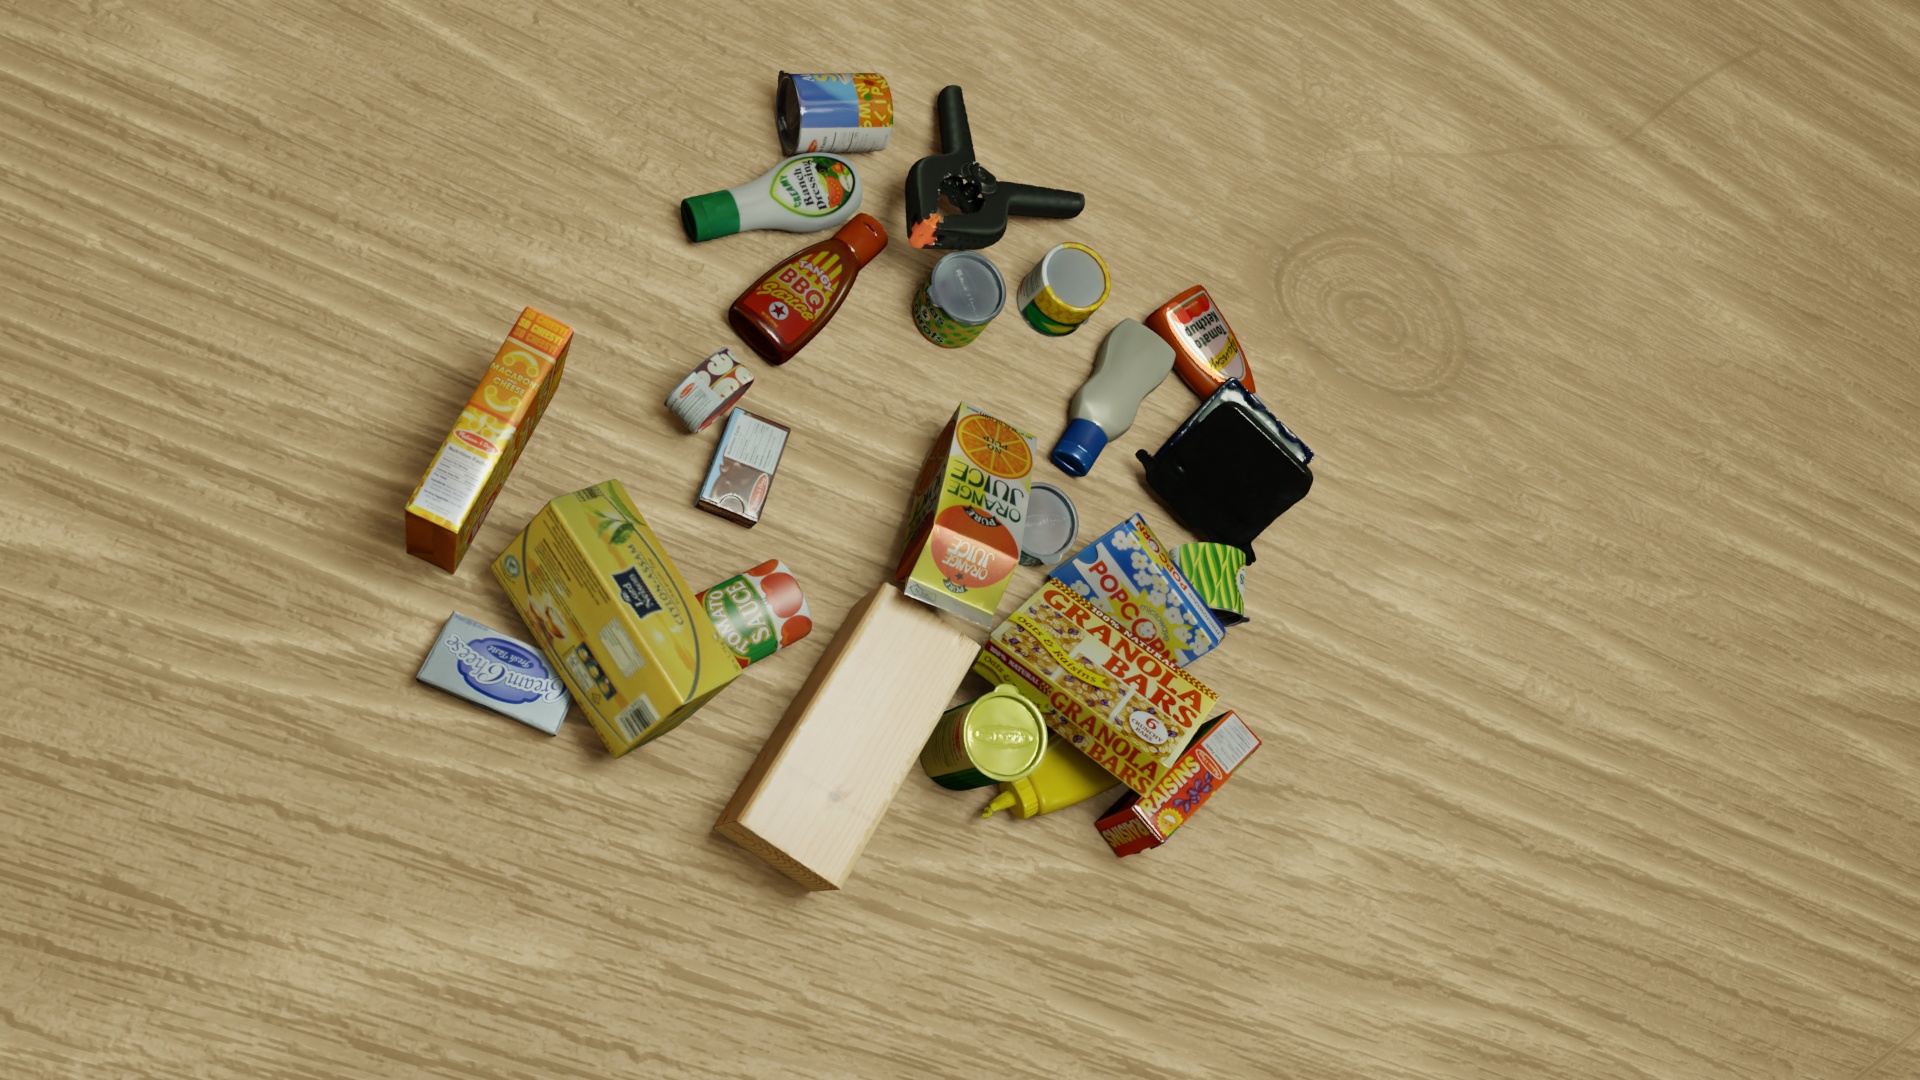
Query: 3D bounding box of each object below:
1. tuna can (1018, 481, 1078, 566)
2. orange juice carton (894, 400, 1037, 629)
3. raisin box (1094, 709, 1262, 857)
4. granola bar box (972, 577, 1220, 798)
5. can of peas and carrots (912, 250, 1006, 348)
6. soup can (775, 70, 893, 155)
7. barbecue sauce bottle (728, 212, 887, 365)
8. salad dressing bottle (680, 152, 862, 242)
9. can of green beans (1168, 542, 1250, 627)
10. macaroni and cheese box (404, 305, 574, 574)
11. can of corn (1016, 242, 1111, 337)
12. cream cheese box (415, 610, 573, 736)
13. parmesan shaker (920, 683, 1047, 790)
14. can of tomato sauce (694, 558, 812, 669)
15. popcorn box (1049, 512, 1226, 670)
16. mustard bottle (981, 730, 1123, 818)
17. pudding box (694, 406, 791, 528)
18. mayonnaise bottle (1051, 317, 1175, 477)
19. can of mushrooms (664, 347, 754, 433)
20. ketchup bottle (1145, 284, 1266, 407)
[{"bbox_3d":[0.063,-0.011,1.158,0.071,0.032,0.071,5,73,-19],"label":"tuna can"},{"bbox_3d":[0.004,-0.013,1.074,0.072,0.072,0.194,25,42,-12],"label":"orange juice carton"},{"bbox_3d":[0.173,0.196,1.112,0.124,0.085,0.040,-38,85,-25],"label":"raisin box"},{"bbox_3d":[0.107,0.111,1.083,0.166,0.038,0.125,36,33,11],"label":"granola bar box"},{"bbox_3d":[-0.004,-0.202,1.173,0.071,0.058,0.071,5,74,-18],"label":"can of peas and carrots"},{"bbox_3d":[-0.107,-0.364,1.176,0.084,0.071,0.071,-9,79,-23],"label":"soup can"},{"bbox_3d":[-0.120,-0.212,1.142,0.065,0.043,0.149,44,65,-3],"label":"barbecue sauce bottle"},{"bbox_3d":[-0.155,-0.279,1.147,0.148,0.044,0.064,-20,89,-24],"label":"salad dressing bottle"},{"bbox_3d":[0.208,0.038,1.181,0.071,0.071,0.058,11,71,-17],"label":"can of green beans"},{"bbox_3d":[-0.333,-0.069,0.978,0.040,0.123,0.167,27,67,-13],"label":"macaroni and cheese box"},{"bbox_3d":[0.093,-0.218,1.214,0.071,0.058,0.071,5,74,-19],"label":"can of corn"},{"bbox_3d":[-0.326,0.096,0.989,0.104,0.024,0.053,26,68,-12],"label":"cream cheese box"},{"bbox_3d":[0.016,0.151,1.057,0.071,0.102,0.071,5,74,-19],"label":"parmesan shaker"},{"bbox_3d":[-0.162,0.059,1.035,0.083,0.071,0.071,-27,86,-25],"label":"can of tomato sauce"},{"bbox_3d":[0.146,0.052,1.141,0.126,0.085,0.038,54,32,0],"label":"popcorn box"},{"bbox_3d":[0.081,0.181,1.103,0.161,0.048,0.065,-23,81,-24],"label":"mustard bottle"},{"bbox_3d":[-0.170,-0.057,1.087,0.049,0.030,0.084,22,69,-15],"label":"pudding box"},{"bbox_3d":[0.129,-0.122,1.211,0.065,0.041,0.148,36,67,-6],"label":"mayonnaise bottle"},{"bbox_3d":[-0.193,-0.117,1.076,0.033,0.071,0.071,47,65,-3],"label":"can of mushrooms"},{"bbox_3d":[0.231,-0.155,1.256,0.065,0.043,0.149,-33,89,-25],"label":"ketchup bottle"}]
